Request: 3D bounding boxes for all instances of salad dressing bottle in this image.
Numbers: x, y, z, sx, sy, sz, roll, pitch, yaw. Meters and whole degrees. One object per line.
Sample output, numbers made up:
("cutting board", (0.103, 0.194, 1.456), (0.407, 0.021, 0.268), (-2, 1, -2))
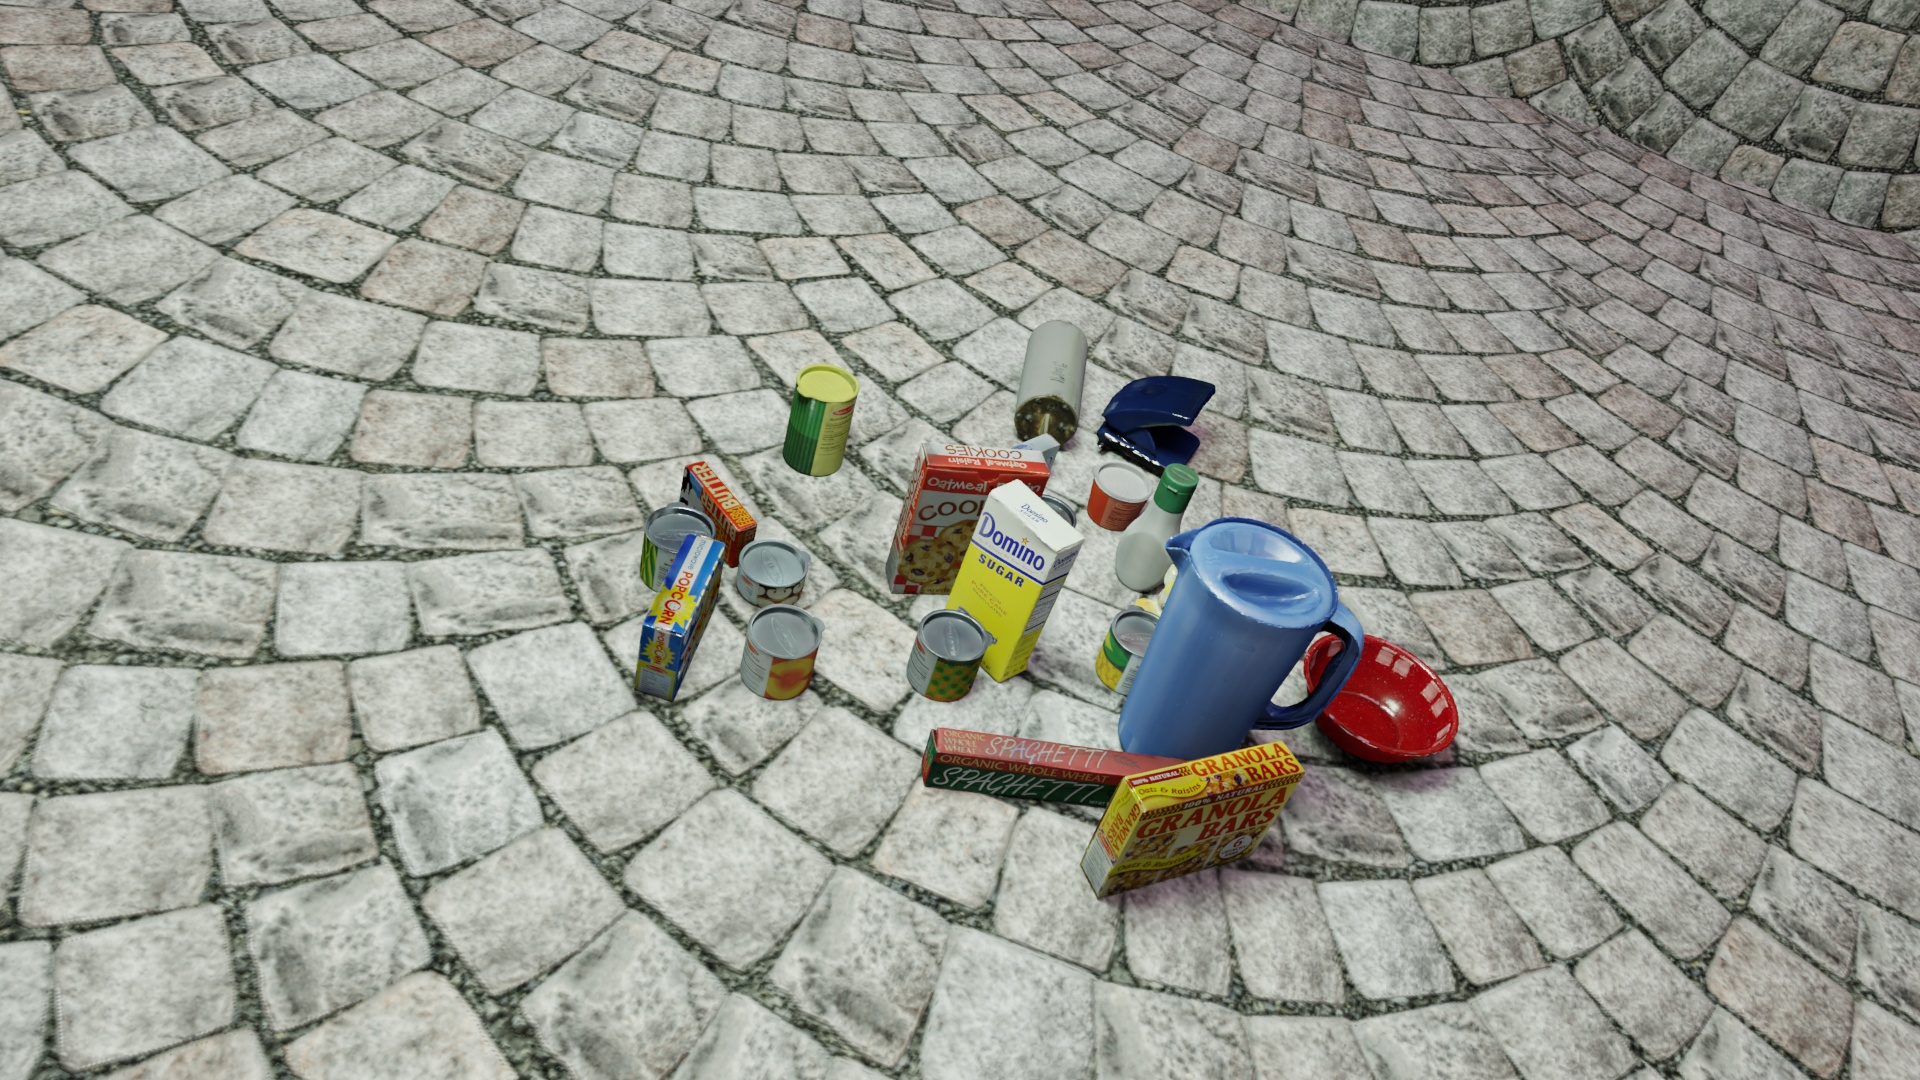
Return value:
("salad dressing bottle", (0.206, -0.013, 1.440), (0.064, 0.146, 0.044), (31, 41, 15))

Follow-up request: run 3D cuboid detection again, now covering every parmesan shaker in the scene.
("parmesan shaker", (-0.151, -0.126, 1.470), (0.071, 0.102, 0.072), (11, 40, -9))

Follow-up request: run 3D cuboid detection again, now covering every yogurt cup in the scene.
("yogurt cup", (0.174, -0.048, 1.540), (0.072, 0.053, 0.073), (11, 41, -9))

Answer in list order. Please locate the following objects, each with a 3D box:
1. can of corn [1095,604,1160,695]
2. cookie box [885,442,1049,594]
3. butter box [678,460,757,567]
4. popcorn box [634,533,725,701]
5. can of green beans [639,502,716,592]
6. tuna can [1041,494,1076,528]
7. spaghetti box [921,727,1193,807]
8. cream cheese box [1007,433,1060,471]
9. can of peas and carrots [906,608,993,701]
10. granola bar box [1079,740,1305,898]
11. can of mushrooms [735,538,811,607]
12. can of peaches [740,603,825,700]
("can of corn", (0.170, 0.108, 1.359), (0.071, 0.058, 0.071), (11, 41, -9))
("cookie box", (0.005, -0.017, 1.354), (0.123, 0.166, 0.040), (2, 42, -18))
("butter box", (-0.238, -0.026, 1.363), (0.024, 0.052, 0.104), (-19, 53, -36))
("popcorn box", (-0.247, 0.066, 1.230), (0.038, 0.084, 0.127), (17, 40, -2))
("can of green beans", (-0.266, 0.010, 1.307), (0.071, 0.057, 0.071), (11, 41, -9))
("tuna can", (0.086, -0.017, 1.489), (0.071, 0.032, 0.071), (11, 41, -9))
("spaghetti box", (0.091, 0.205, 1.225), (0.250, 0.049, 0.029), (9, 41, -11))
("cream cheese box", (0.062, -0.079, 1.534), (0.104, 0.053, 0.024), (-24, 56, -39))
("can of peas and carrots", (-0.011, 0.107, 1.292), (0.071, 0.058, 0.071), (11, 41, -9))
("granola bar box", (0.194, 0.234, 1.174), (0.166, 0.123, 0.039), (-7, 46, -27))
("can of mushrooms", (-0.179, 0.032, 1.334), (0.071, 0.033, 0.071), (11, 41, -9))
("can of peaches", (-0.159, 0.100, 1.245), (0.071, 0.057, 0.071), (11, 41, -9))
